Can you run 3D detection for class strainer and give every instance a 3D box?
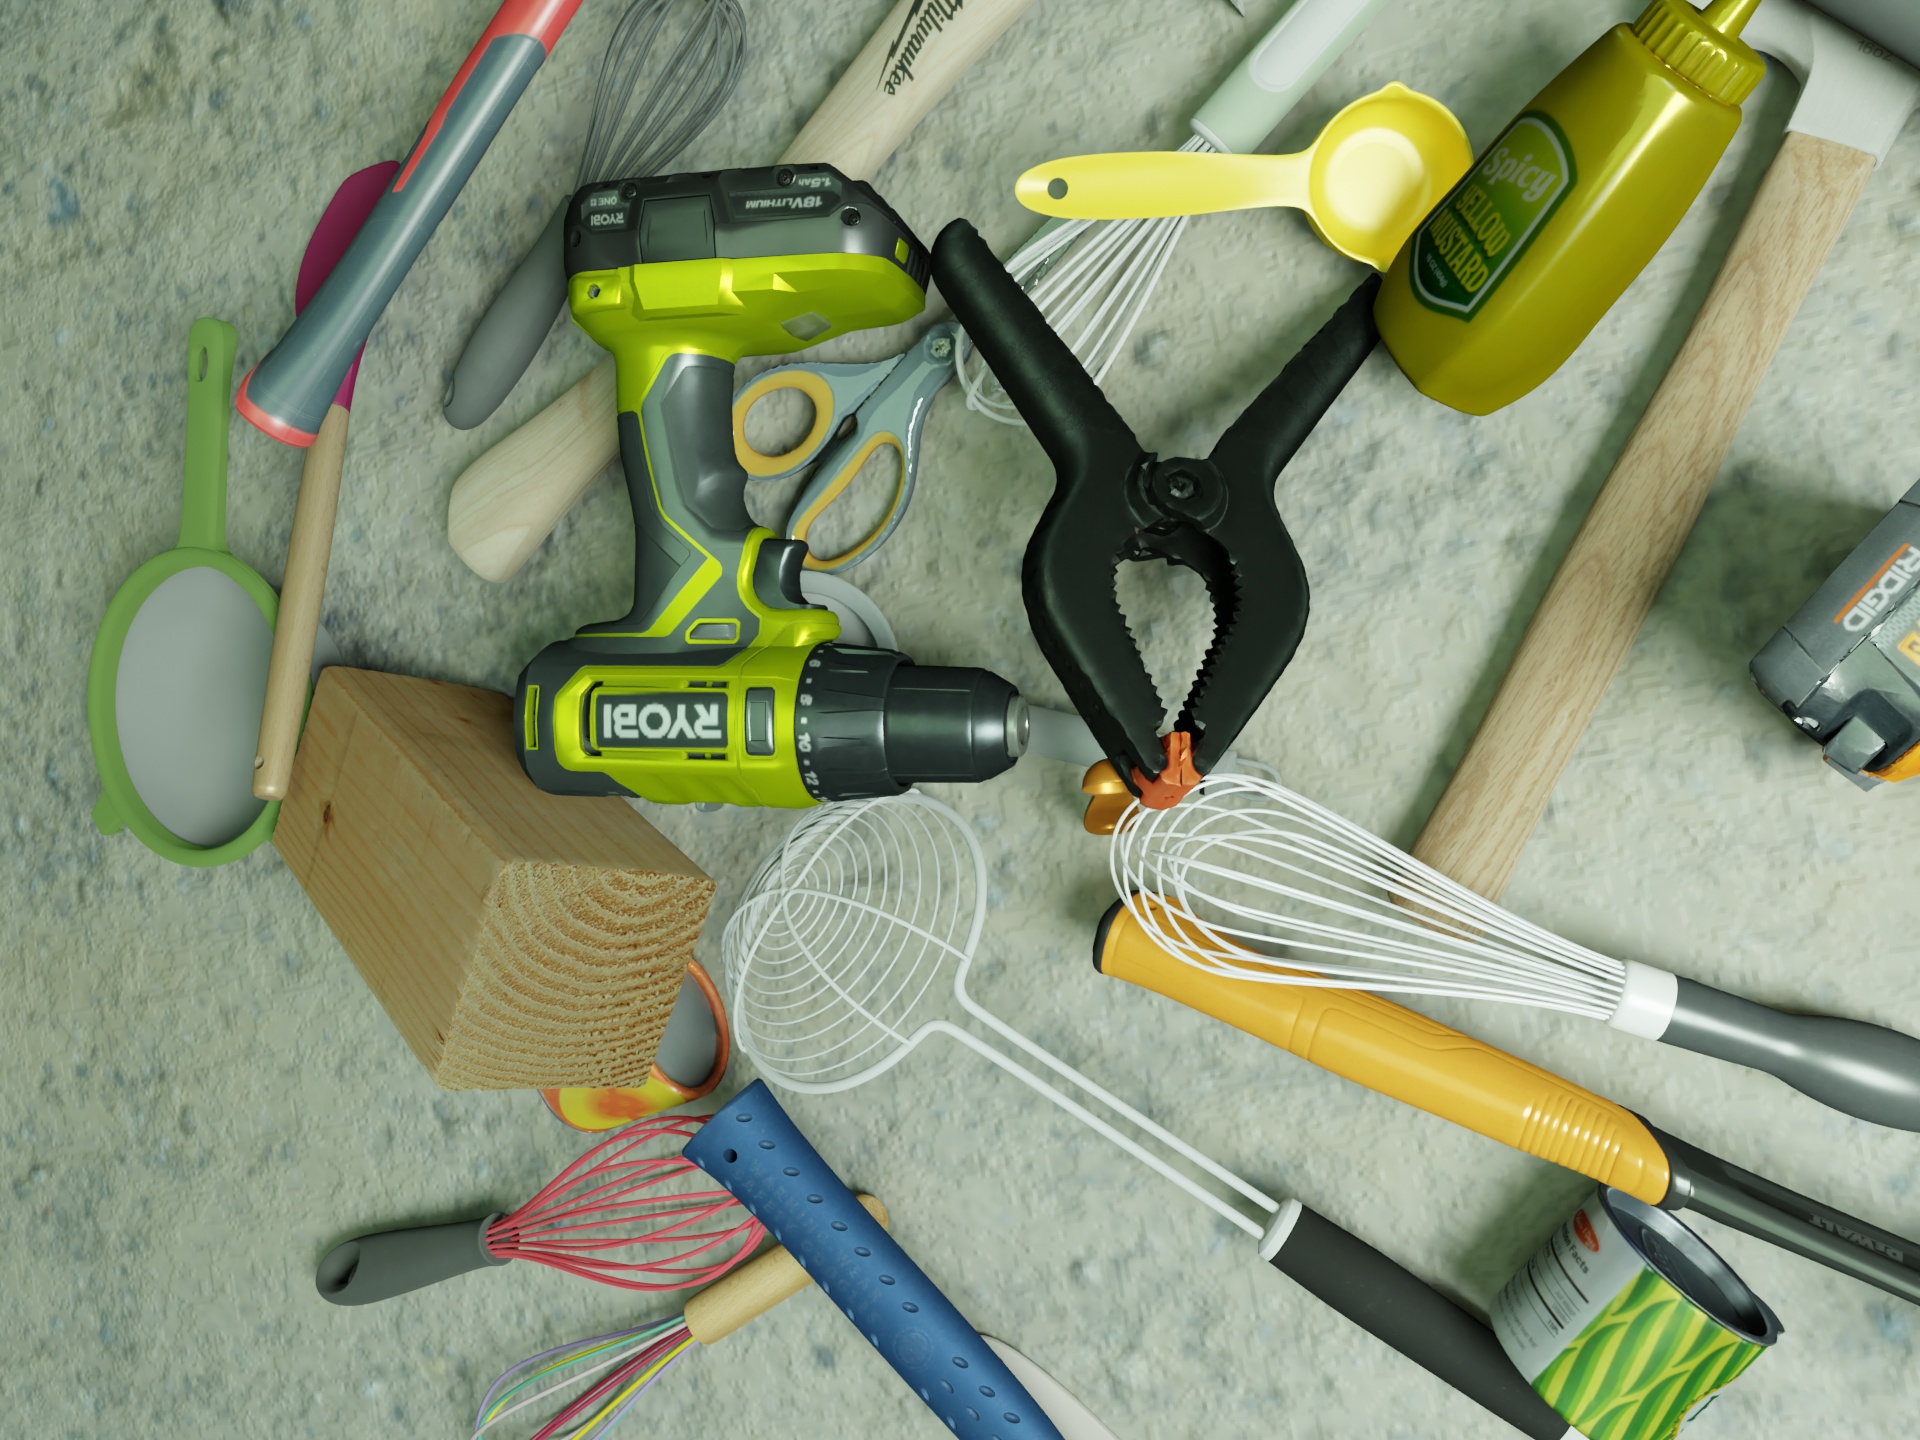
[{"bbox_3d":[-0.001,-0.002,0.628,0.258,0.050,0.087,13,90,18],"label":"strainer"},{"bbox_3d":[-0.344,-0.060,0.767,0.151,0.069,0.256,4,92,27],"label":"strainer"}]

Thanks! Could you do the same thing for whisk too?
[{"bbox_3d":[0.087,-0.205,0.581,0.058,0.059,0.246,45,103,5],"label":"whisk"},{"bbox_3d":[-0.167,-0.224,0.698,0.055,0.055,0.239,47,113,17],"label":"whisk"},{"bbox_3d":[0.186,0.078,0.511,0.284,0.070,0.070,17,98,7],"label":"whisk"},{"bbox_3d":[-0.127,0.274,0.689,0.245,0.047,0.051,-36,94,17],"label":"whisk"},{"bbox_3d":[-0.193,0.229,0.710,0.296,0.073,0.073,-21,82,30],"label":"whisk"}]

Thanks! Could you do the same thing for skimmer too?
[{"bbox_3d":[0.065,0.153,0.603,0.363,0.090,0.127,32,83,10],"label":"skimmer"}]

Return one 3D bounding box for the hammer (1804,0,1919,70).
[{"bbox_3d":[0.210,-0.286,0.503,0.128,0.033,0.331,-46,67,9],"label":"hammer"}]

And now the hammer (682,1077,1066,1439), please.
[{"bbox_3d":[0.051,0.291,0.584,0.405,0.035,0.144,45,107,9],"label":"hammer"}]

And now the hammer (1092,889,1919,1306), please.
[{"bbox_3d":[0.190,0.132,0.504,0.337,0.127,0.034,21,114,27],"label":"hammer"}]

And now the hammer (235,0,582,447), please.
[{"bbox_3d":[-0.181,-0.272,0.658,0.386,0.038,0.143,-53,47,10],"label":"hammer"}]

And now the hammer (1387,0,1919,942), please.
[{"bbox_3d":[0.232,-0.076,0.524,0.130,0.031,0.331,28,102,22],"label":"hammer"}]

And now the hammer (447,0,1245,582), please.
[{"bbox_3d":[-0.073,-0.198,0.660,0.410,0.038,0.146,-43,76,20],"label":"hammer"}]

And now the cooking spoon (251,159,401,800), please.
[{"bbox_3d":[-0.289,-0.118,0.724,0.069,0.017,0.319,-8,69,25],"label":"cooking spoon"}]

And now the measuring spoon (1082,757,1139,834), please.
[{"bbox_3d":[0.053,0.028,0.565,0.021,0.117,0.011,-5,77,4],"label":"measuring spoon"}]

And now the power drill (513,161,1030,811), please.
[{"bbox_3d":[-0.068,-0.079,0.593,0.190,0.080,0.228,0,90,16],"label":"power drill"}]

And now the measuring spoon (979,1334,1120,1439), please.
[{"bbox_3d":[0.049,0.285,0.620,0.124,0.018,0.034,35,105,20],"label":"measuring spoon"}]

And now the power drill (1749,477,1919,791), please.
[{"bbox_3d":[0.325,0.031,0.412,0.227,0.164,0.084,43,108,20],"label":"power drill"}]

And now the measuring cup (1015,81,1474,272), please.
[{"bbox_3d":[0.098,-0.188,0.557,0.156,0.029,0.062,0,105,4],"label":"measuring cup"}]
